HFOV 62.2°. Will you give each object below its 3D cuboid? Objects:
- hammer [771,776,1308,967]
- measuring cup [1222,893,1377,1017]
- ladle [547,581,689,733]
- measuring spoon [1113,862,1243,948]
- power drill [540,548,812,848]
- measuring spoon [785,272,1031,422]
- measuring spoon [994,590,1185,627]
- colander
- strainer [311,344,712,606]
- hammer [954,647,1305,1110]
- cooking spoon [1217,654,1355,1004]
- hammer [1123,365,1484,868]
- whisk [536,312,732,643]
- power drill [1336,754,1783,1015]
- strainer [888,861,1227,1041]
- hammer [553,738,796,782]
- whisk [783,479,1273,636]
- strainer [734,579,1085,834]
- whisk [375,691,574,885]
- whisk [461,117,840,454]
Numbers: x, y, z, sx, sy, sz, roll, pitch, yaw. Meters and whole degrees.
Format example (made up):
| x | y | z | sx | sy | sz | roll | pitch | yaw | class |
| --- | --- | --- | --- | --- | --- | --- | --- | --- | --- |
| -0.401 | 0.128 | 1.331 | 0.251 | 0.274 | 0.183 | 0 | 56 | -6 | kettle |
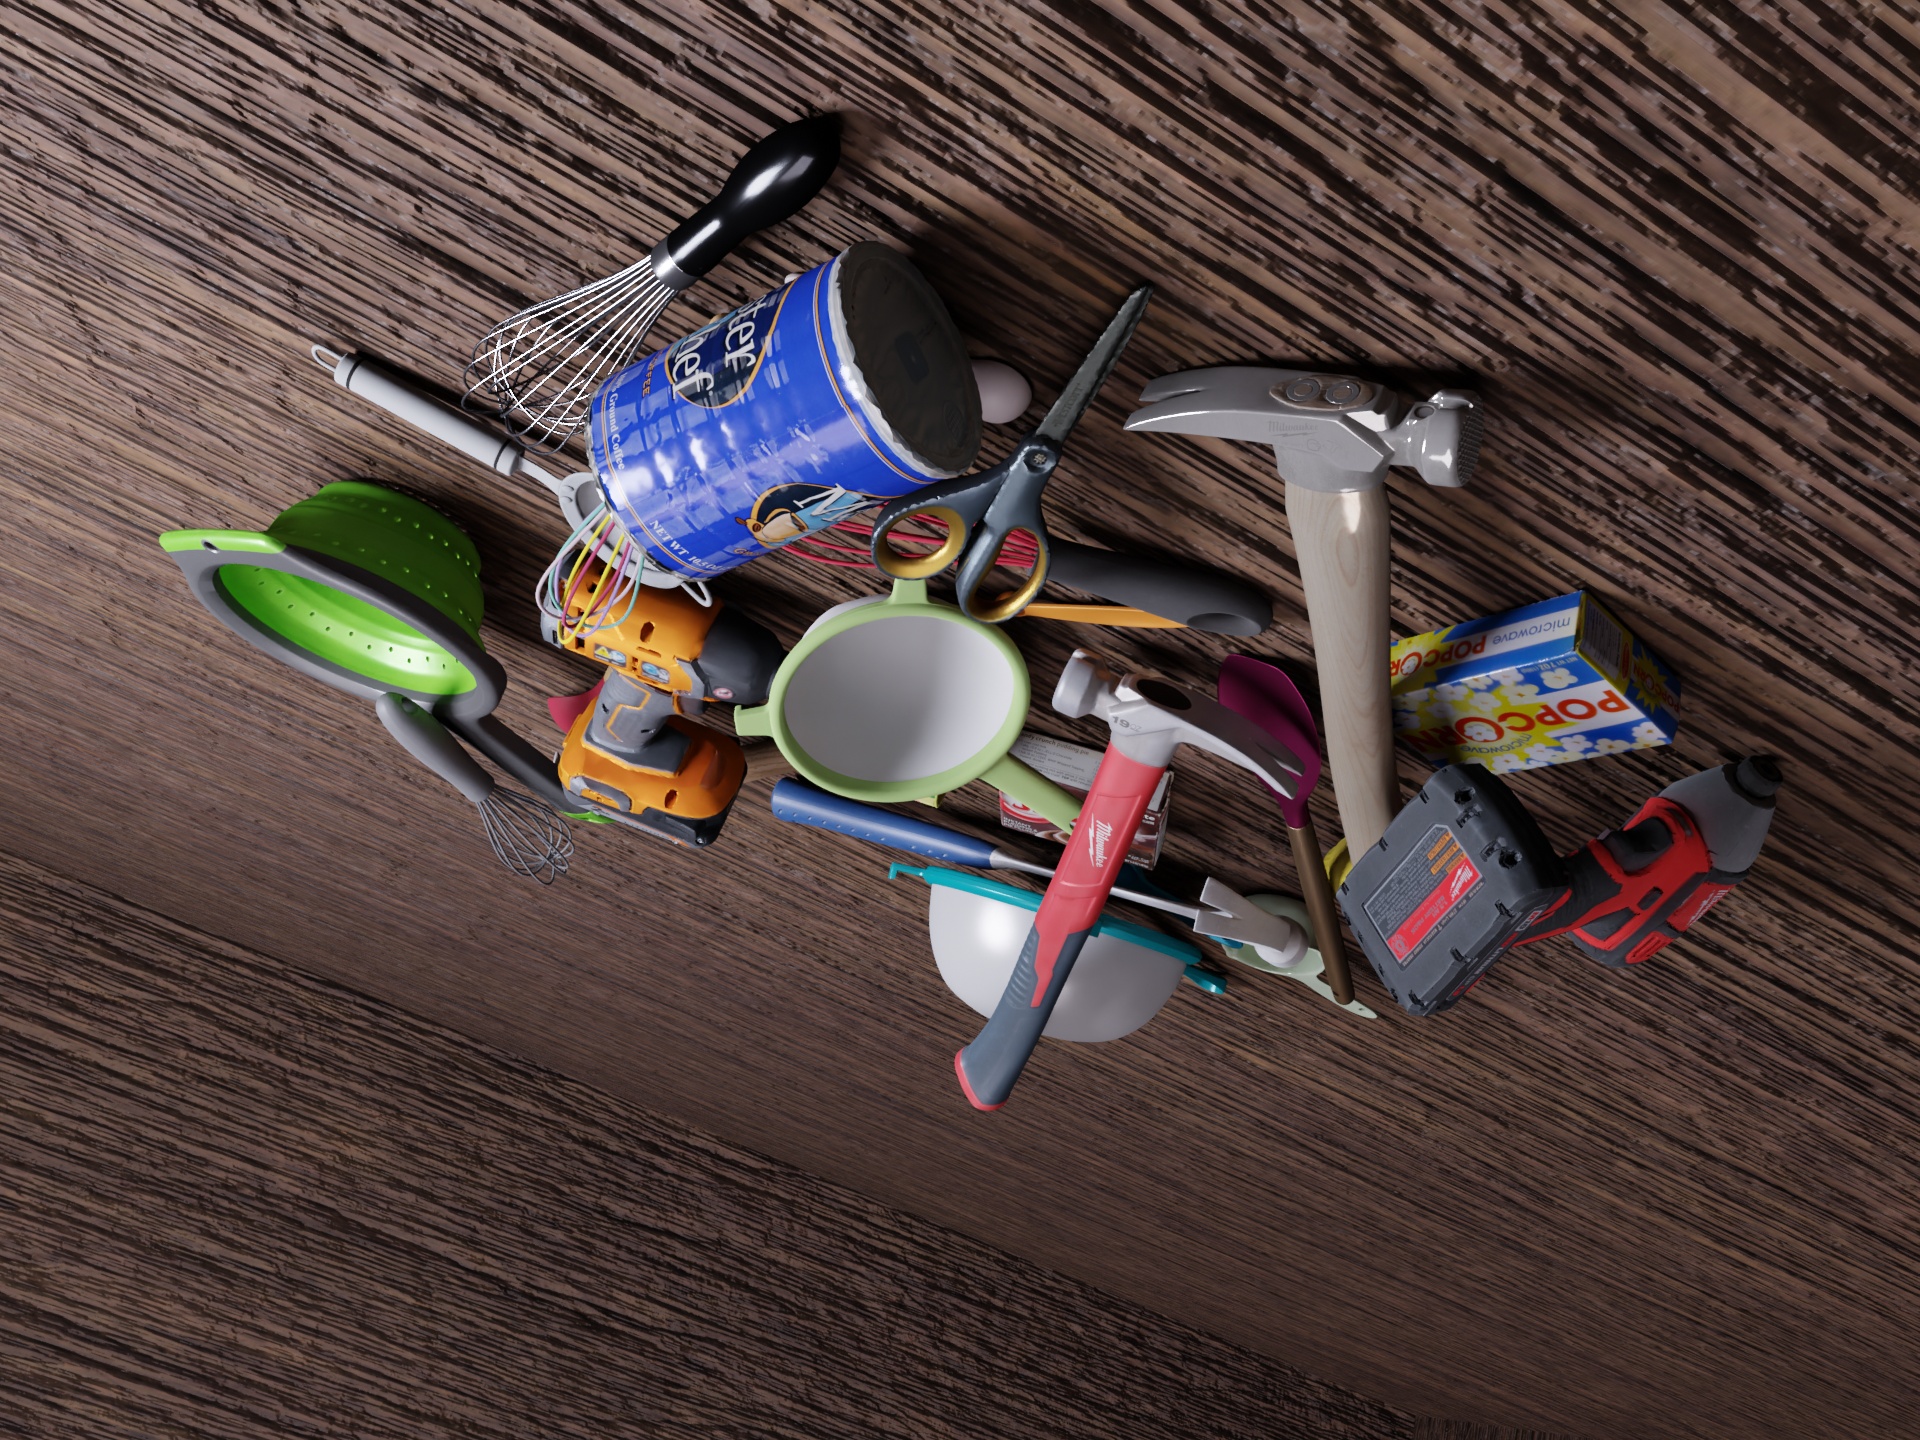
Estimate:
| x | y | z | sx | sy | sz | roll | pitch | yaw | class |
| --- | --- | --- | --- | --- | --- | --- | --- | --- | --- |
| 0.034 | 0.098 | 1.119 | 0.406 | 0.035 | 0.144 | 13 | 171 | 30 | hammer |
| 0.263 | 0.176 | 1.184 | 0.167 | 0.038 | 0.083 | 34 | 151 | -32 | measuring cup |
| -0.235 | -0.039 | 1.112 | 0.069 | 0.031 | 0.315 | 21 | 153 | -17 | ladle |
| 0.151 | 0.123 | 1.146 | 0.128 | 0.021 | 0.042 | 32 | 146 | 4 | measuring spoon |
| -0.183 | -0.006 | 1.030 | 0.164 | 0.084 | 0.226 | 20 | 146 | 1 | power drill |
| -0.025 | -0.167 | 0.721 | 0.124 | 0.018 | 0.034 | 26 | 154 | -12 | measuring spoon |
| 0.075 | -0.062 | 0.874 | 0.117 | 0.011 | 0.021 | 5 | 159 | 19 | measuring spoon |
| -0.345 | -0.049 | 1.089 | 0.204 | 0.094 | 0.396 | 4 | 153 | 29 | colander |
| -0.244 | -0.145 | 0.890 | 0.258 | 0.050 | 0.087 | 29 | 150 | -6 | strainer |
| 0.079 | 0.130 | 0.992 | 0.143 | 0.038 | 0.386 | 25 | 131 | 8 | hammer |
| 0.210 | 0.077 | 0.968 | 0.069 | 0.017 | 0.318 | 23 | 148 | 40 | cooking spoon |
| 0.189 | -0.005 | 0.793 | 0.146 | 0.038 | 0.410 | 12 | 146 | 29 | hammer |
| -0.164 | -0.116 | 0.822 | 0.051 | 0.047 | 0.245 | 36 | 133 | -8 | whisk |
| 0.314 | 0.075 | 0.807 | 0.219 | 0.079 | 0.143 | -2 | 139 | -31 | power drill |
| 0.100 | 0.200 | 1.200 | 0.211 | 0.095 | 0.340 | 10 | 168 | 42 | strainer |
| -0.199 | 0.040 | 1.215 | 0.331 | 0.031 | 0.130 | -13 | 156 | 43 | hammer |
| 0.019 | -0.090 | 0.804 | 0.295 | 0.073 | 0.073 | 15 | 155 | -7 | whisk |
| -0.002 | -0.003 | 0.961 | 0.151 | 0.069 | 0.256 | -39 | 128 | 23 | strainer |
| -0.342 | 0.050 | 1.129 | 0.055 | 0.055 | 0.238 | 7 | 151 | 24 | whisk |
| -0.142 | -0.193 | 0.714 | 0.070 | 0.070 | 0.284 | 35 | 145 | -30 | whisk |
